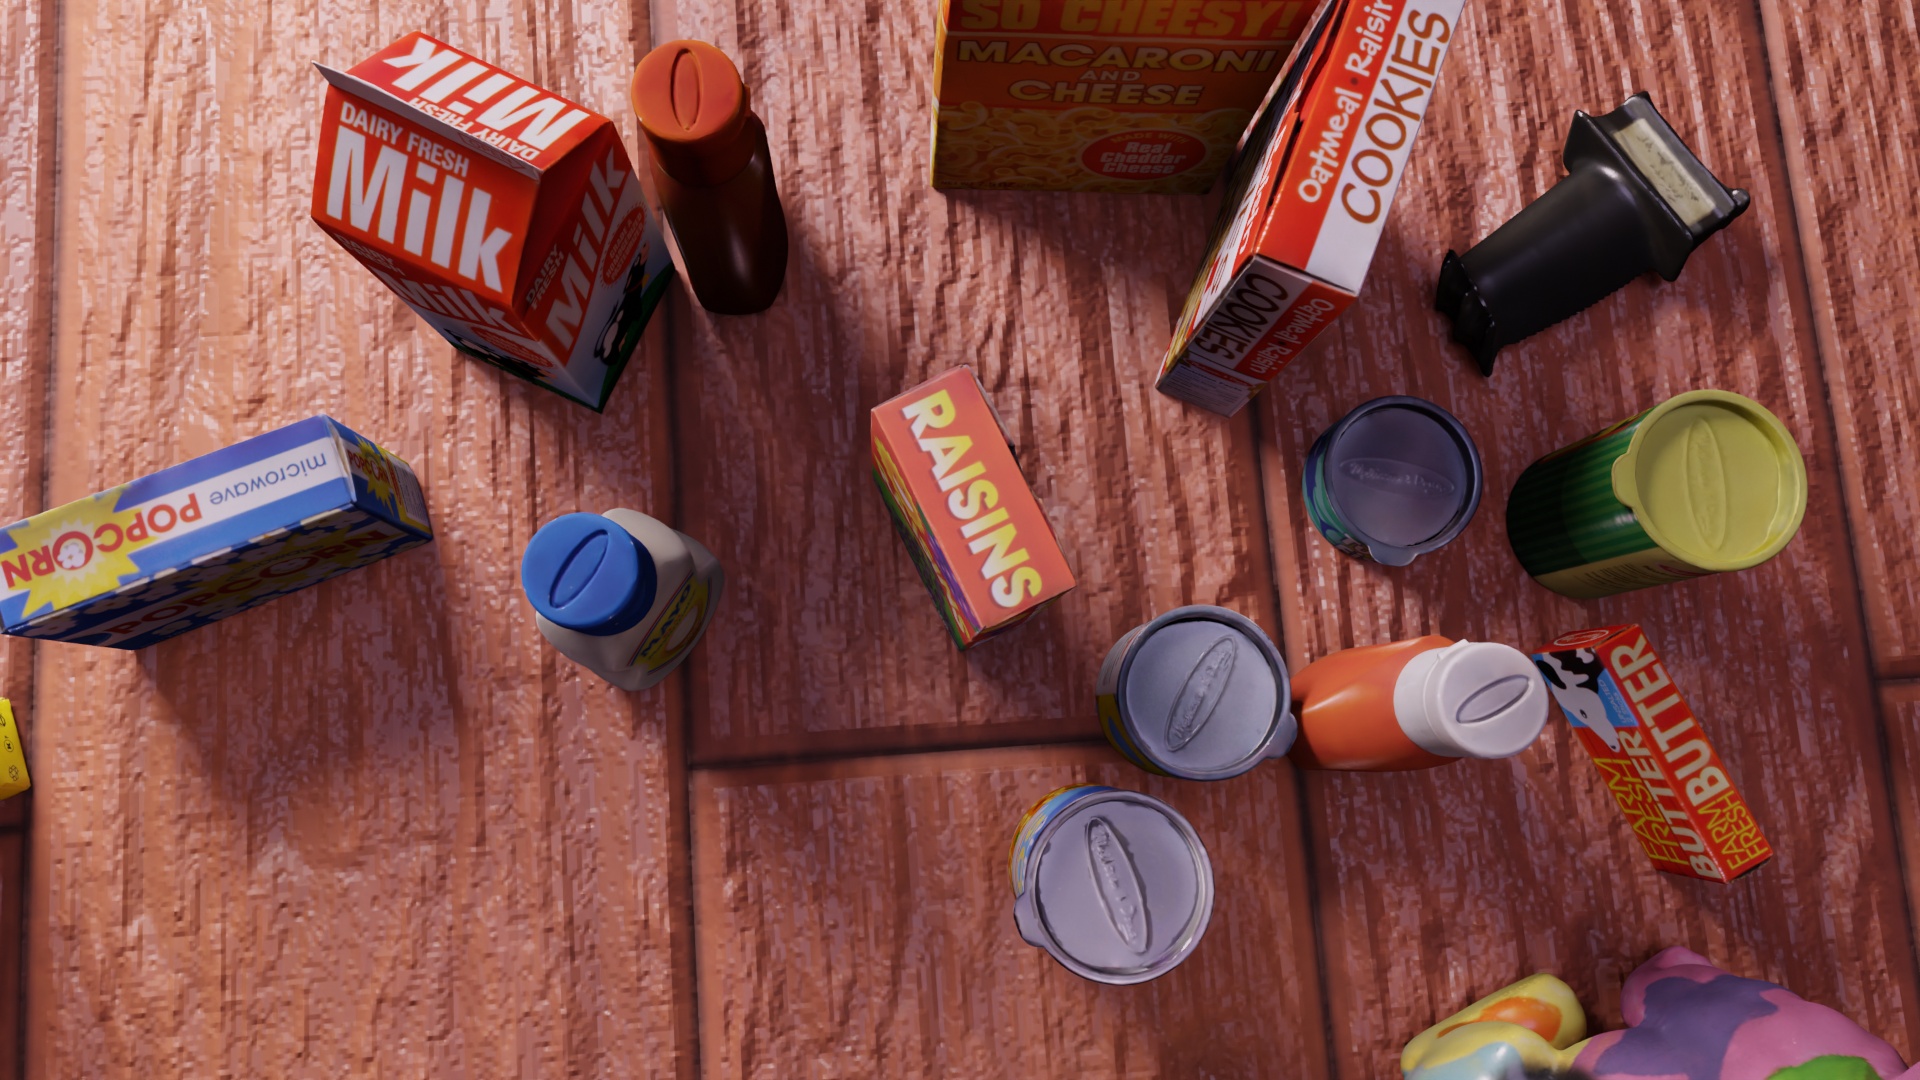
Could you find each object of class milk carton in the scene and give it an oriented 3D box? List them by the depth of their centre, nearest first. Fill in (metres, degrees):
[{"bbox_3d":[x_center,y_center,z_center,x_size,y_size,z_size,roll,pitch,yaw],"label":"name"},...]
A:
[{"bbox_3d":[-0.160,-0.110,0.490,0.072,0.190,0.073,24,81,1],"label":"milk carton"}]

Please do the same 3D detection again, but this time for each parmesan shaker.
[{"bbox_3d":[0.264,-0.015,0.543,0.071,0.103,0.071,0,82,-3],"label":"parmesan shaker"}]

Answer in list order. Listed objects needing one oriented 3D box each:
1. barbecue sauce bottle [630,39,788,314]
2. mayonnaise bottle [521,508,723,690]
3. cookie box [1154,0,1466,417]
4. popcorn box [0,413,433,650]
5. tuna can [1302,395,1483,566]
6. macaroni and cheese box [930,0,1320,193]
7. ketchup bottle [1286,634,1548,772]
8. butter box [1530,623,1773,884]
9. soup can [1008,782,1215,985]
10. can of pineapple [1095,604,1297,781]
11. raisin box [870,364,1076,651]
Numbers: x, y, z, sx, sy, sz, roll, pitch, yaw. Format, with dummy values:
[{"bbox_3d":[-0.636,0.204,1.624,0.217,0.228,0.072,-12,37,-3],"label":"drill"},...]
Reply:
[{"bbox_3d":[-0.091,-0.135,0.519,0.044,0.148,0.065,-2,82,-3],"label":"barbecue sauce bottle"},{"bbox_3d":[-0.119,0.020,0.494,0.041,0.148,0.065,32,82,2],"label":"mayonnaise bottle"},{"bbox_3d":[0.124,-0.126,0.520,0.040,0.167,0.123,21,81,0],"label":"cookie box"},{"bbox_3d":[-0.276,-0.001,0.520,0.127,0.085,0.038,-21,84,-6],"label":"popcorn box"},{"bbox_3d":[0.177,-0.022,0.575,0.071,0.033,0.071,0,81,-3],"label":"tuna can"},{"bbox_3d":[0.052,-0.181,0.525,0.124,0.166,0.040,0,82,-3],"label":"macaroni and cheese box"},{"bbox_3d":[0.161,0.059,0.503,0.065,0.148,0.043,-27,84,-6],"label":"ketchup bottle"},{"bbox_3d":[0.274,0.084,0.554,0.024,0.053,0.103,-28,84,-6],"label":"butter box"},{"bbox_3d":[0.051,0.126,0.520,0.071,0.083,0.071,0,82,-3],"label":"soup can"},{"bbox_3d":[0.091,0.062,0.545,0.071,0.058,0.071,0,82,-3],"label":"can of pineapple"},{"bbox_3d":[0.002,-0.006,0.517,0.040,0.123,0.086,-25,84,-6],"label":"raisin box"}]
